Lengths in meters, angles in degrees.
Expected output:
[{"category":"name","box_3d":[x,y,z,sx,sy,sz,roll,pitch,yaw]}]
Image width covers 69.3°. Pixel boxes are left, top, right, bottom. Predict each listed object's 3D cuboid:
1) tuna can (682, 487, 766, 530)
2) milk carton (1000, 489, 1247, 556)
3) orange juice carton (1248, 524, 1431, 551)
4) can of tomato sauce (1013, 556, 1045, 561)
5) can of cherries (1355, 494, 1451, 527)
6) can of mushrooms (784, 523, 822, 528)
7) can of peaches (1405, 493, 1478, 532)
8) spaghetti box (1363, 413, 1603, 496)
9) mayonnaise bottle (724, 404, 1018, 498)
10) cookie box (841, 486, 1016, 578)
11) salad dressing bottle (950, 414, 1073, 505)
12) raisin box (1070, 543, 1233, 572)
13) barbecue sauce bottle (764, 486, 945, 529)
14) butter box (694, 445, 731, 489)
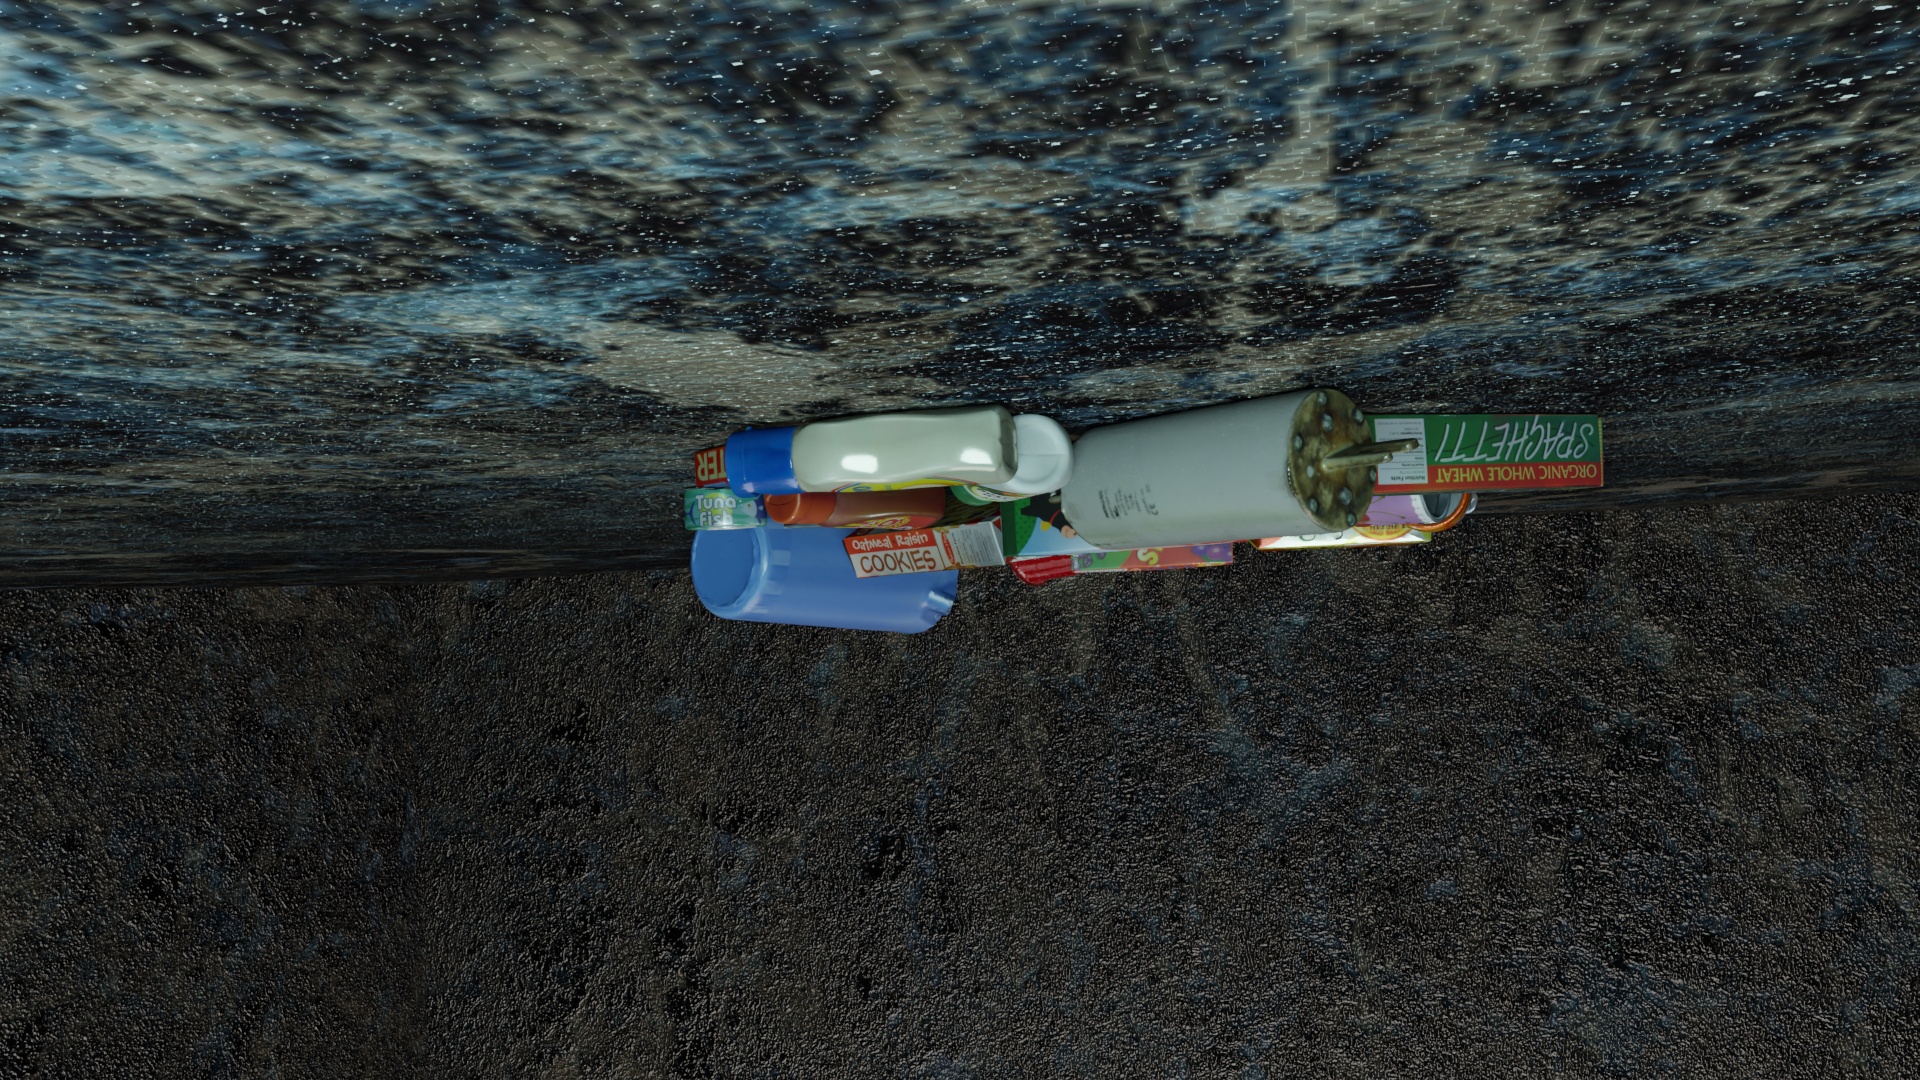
[{"category":"tuna can","box_3d":[-0.189,-0.026,1.116,0.071,0.033,0.071,-3,178,0]},{"category":"milk carton","box_3d":[0.124,-0.031,0.917,0.190,0.073,0.072,-5,177,33]},{"category":"orange juice carton","box_3d":[0.326,-0.028,1.271,0.193,0.073,0.072,-3,178,15]},{"category":"can of tomato sauce","box_3d":[0.065,-0.019,1.228,0.083,0.071,0.071,-9,175,32]},{"category":"can of cherries","box_3d":[0.292,-0.045,0.939,0.058,0.071,0.071,-4,177,38]},{"category":"can of mushrooms","box_3d":[-0.116,-0.028,1.160,0.071,0.033,0.071,-3,178,0]},{"category":"can of peaches","box_3d":[0.382,-0.040,1.129,0.071,0.071,0.058,-4,176,22]},{"category":"spaghetti box","box_3d":[0.306,-0.054,0.877,0.251,0.050,0.028,-2,179,-24]},{"category":"mayonnaise bottle","box_3d":[-0.047,-0.045,0.724,0.148,0.041,0.065,-4,179,12]},{"category":"cookie box","box_3d":[0.004,-0.014,1.141,0.167,0.040,0.123,-6,-162,43]},{"category":"salad dressing bottle","box_3d":[0.024,-0.044,0.822,0.064,0.044,0.147,-1,178,-11]},{"category":"raisin box","box_3d":[0.144,-0.020,1.066,0.123,0.086,0.040,-3,175,5]},{"category":"barbecue sauce bottle","box_3d":[-0.079,-0.030,1.031,0.065,0.043,0.149,-8,175,38]},{"category":"butter box","box_3d":[-0.110,-0.046,0.826,0.053,0.024,0.103,-2,178,-41]}]
